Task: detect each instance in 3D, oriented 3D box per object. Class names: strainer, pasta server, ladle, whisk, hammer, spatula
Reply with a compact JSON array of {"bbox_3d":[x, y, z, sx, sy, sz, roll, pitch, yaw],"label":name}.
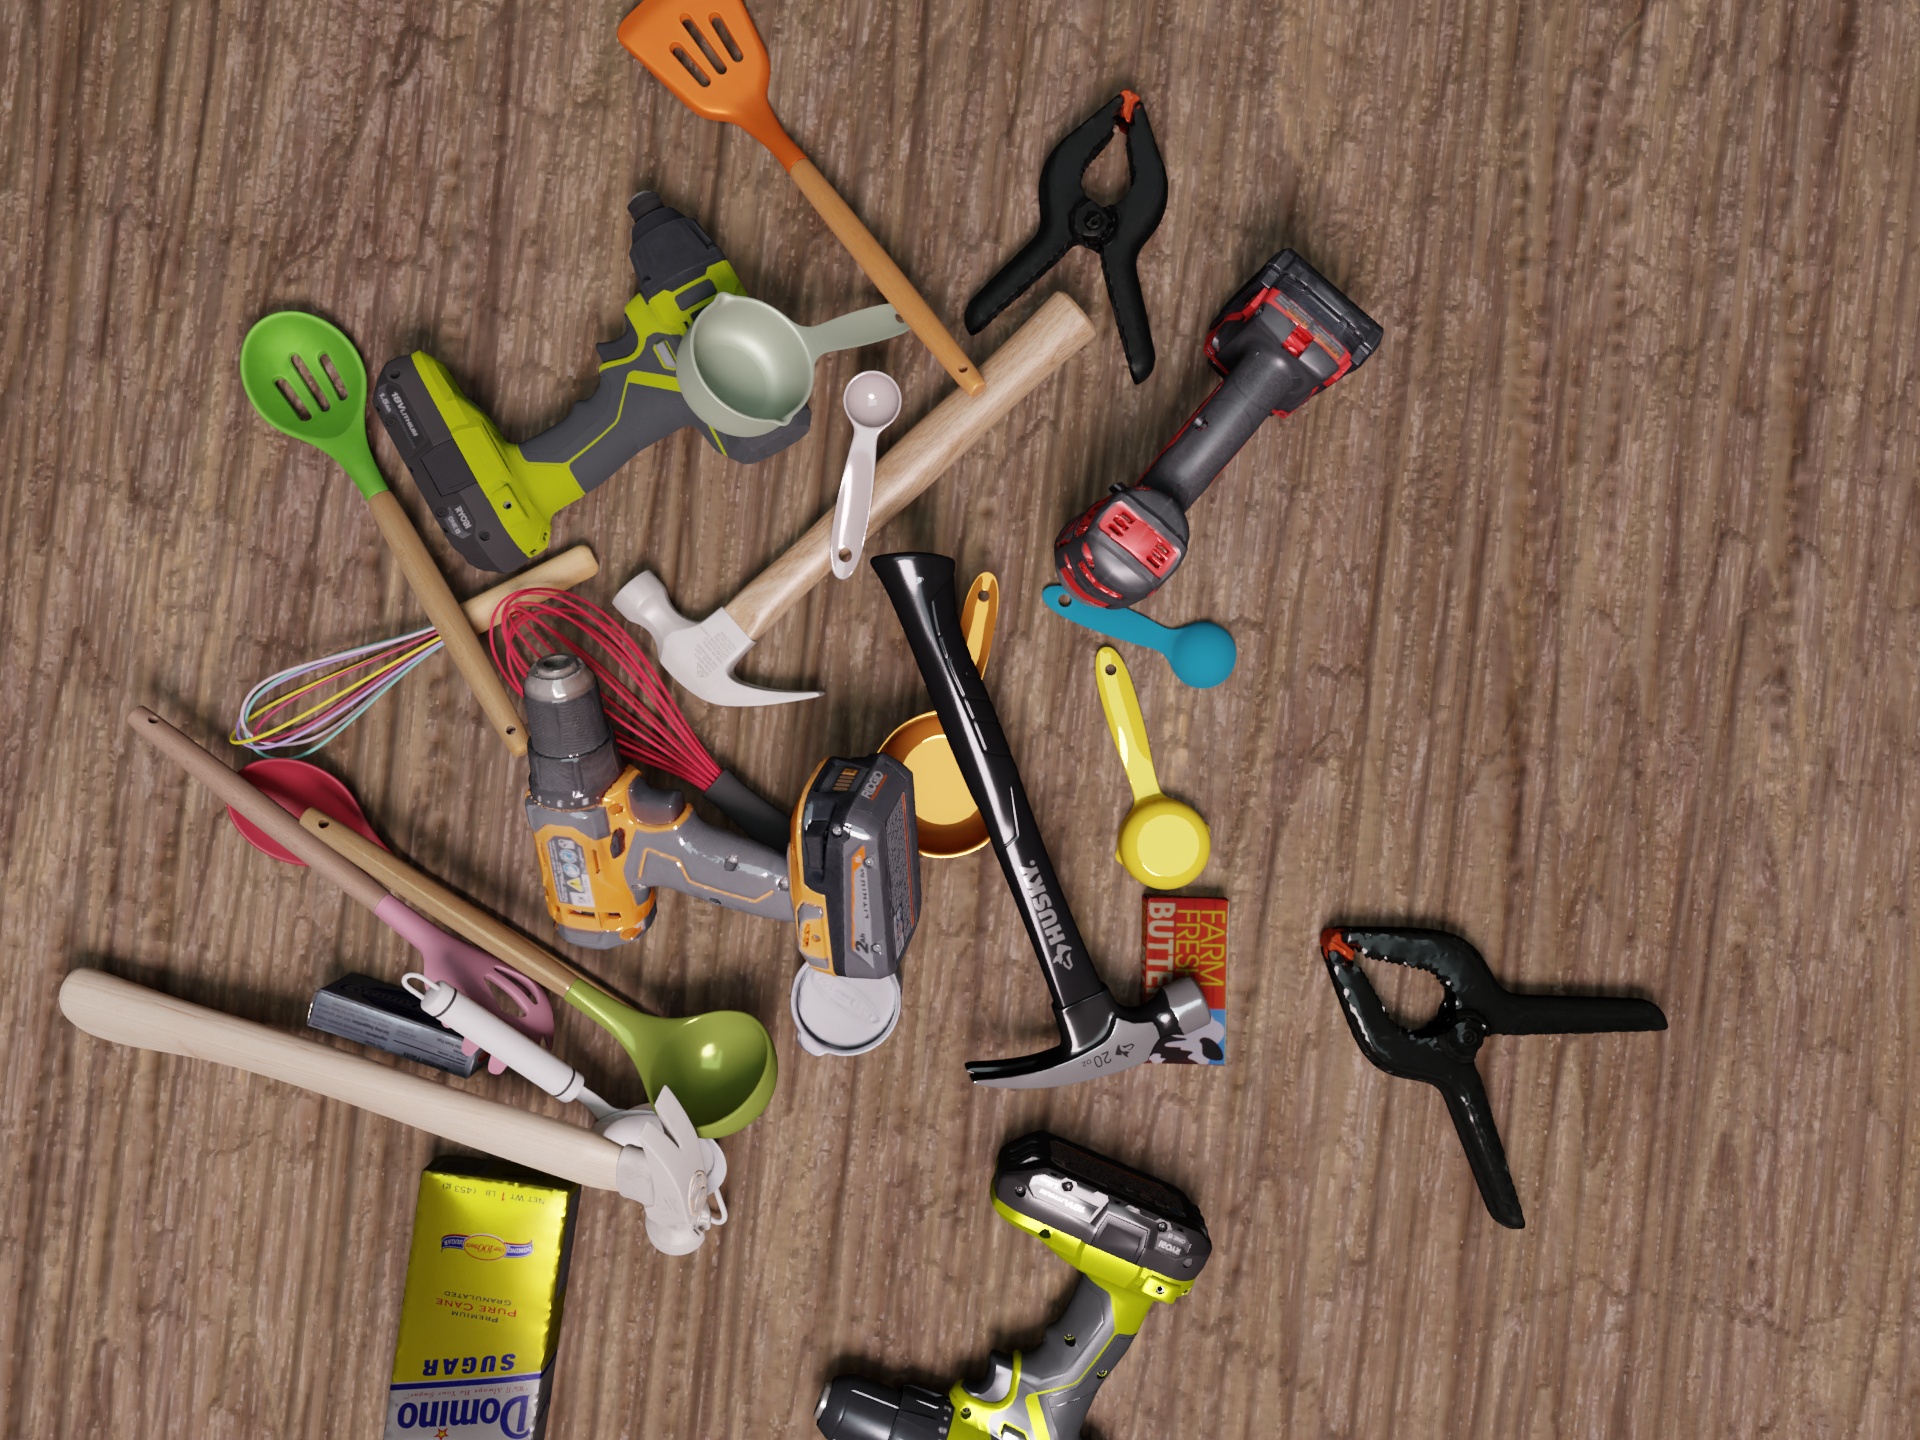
[{"bbox_3d":[-0.223,0.216,0.933,0.087,0.050,0.258,-27,125,27],"label":"strainer"},{"bbox_3d":[-0.367,0.096,0.944,0.316,0.060,0.040,37,125,0],"label":"pasta server"},{"bbox_3d":[-0.246,0.136,0.918,0.320,0.062,0.078,33,61,1],"label":"ladle"},{"bbox_3d":[-0.307,0.119,0.980,0.315,0.031,0.069,33,106,-2],"label":"ladle"},{"bbox_3d":[-0.333,-0.043,0.972,0.245,0.047,0.051,-27,89,-3],"label":"whisk"},{"bbox_3d":[-0.164,0.025,0.968,0.295,0.073,0.073,41,90,-6],"label":"whisk"},{"bbox_3d":[0.022,0.057,0.924,0.146,0.035,0.334,-23,99,-5],"label":"hammer"},{"bbox_3d":[-0.342,0.207,0.920,0.410,0.146,0.038,14,50,11],"label":"hammer"},{"bbox_3d":[-0.086,-0.320,0.956,0.081,0.041,0.323,-37,78,0],"label":"spatula"},{"bbox_3d":[-0.049,-0.133,0.965,0.331,0.031,0.130,-42,92,5],"label":"hammer"}]

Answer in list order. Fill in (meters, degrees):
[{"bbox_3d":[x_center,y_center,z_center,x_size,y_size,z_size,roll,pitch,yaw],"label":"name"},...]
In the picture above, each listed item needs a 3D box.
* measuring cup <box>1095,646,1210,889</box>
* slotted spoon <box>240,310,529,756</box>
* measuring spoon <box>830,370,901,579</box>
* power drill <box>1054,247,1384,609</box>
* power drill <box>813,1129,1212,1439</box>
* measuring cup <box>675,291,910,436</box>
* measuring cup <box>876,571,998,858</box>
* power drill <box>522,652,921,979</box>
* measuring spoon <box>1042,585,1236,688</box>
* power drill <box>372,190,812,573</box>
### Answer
[{"bbox_3d":[0.112,0.029,0.979,0.062,0.029,0.156,-17,92,0],"label":"measuring cup"},{"bbox_3d":[-0.339,-0.112,0.957,0.070,0.031,0.314,-31,81,-8],"label":"slotted spoon"},{"bbox_3d":[-0.060,-0.145,0.945,0.034,0.018,0.124,12,102,3],"label":"measuring spoon"},{"bbox_3d":[0.137,-0.157,0.932,0.078,0.143,0.220,39,83,-5],"label":"power drill"},{"bbox_3d":[0.034,0.373,0.958,0.190,0.080,0.228,23,93,-1],"label":"power drill"},{"bbox_3d":[-0.093,-0.215,0.933,0.167,0.038,0.083,-27,91,-38],"label":"measuring cup"},{"bbox_3d":[-0.002,-0.003,0.970,0.095,0.052,0.173,12,88,0],"label":"measuring cup"},{"bbox_3d":[-0.143,0.054,0.905,0.226,0.084,0.185,6,122,14],"label":"power drill"},{"bbox_3d":[0.111,-0.056,0.983,0.128,0.021,0.042,21,90,-2],"label":"measuring spoon"},{"bbox_3d":[-0.225,-0.202,0.958,0.223,0.080,0.171,-29,91,-4],"label":"power drill"}]
